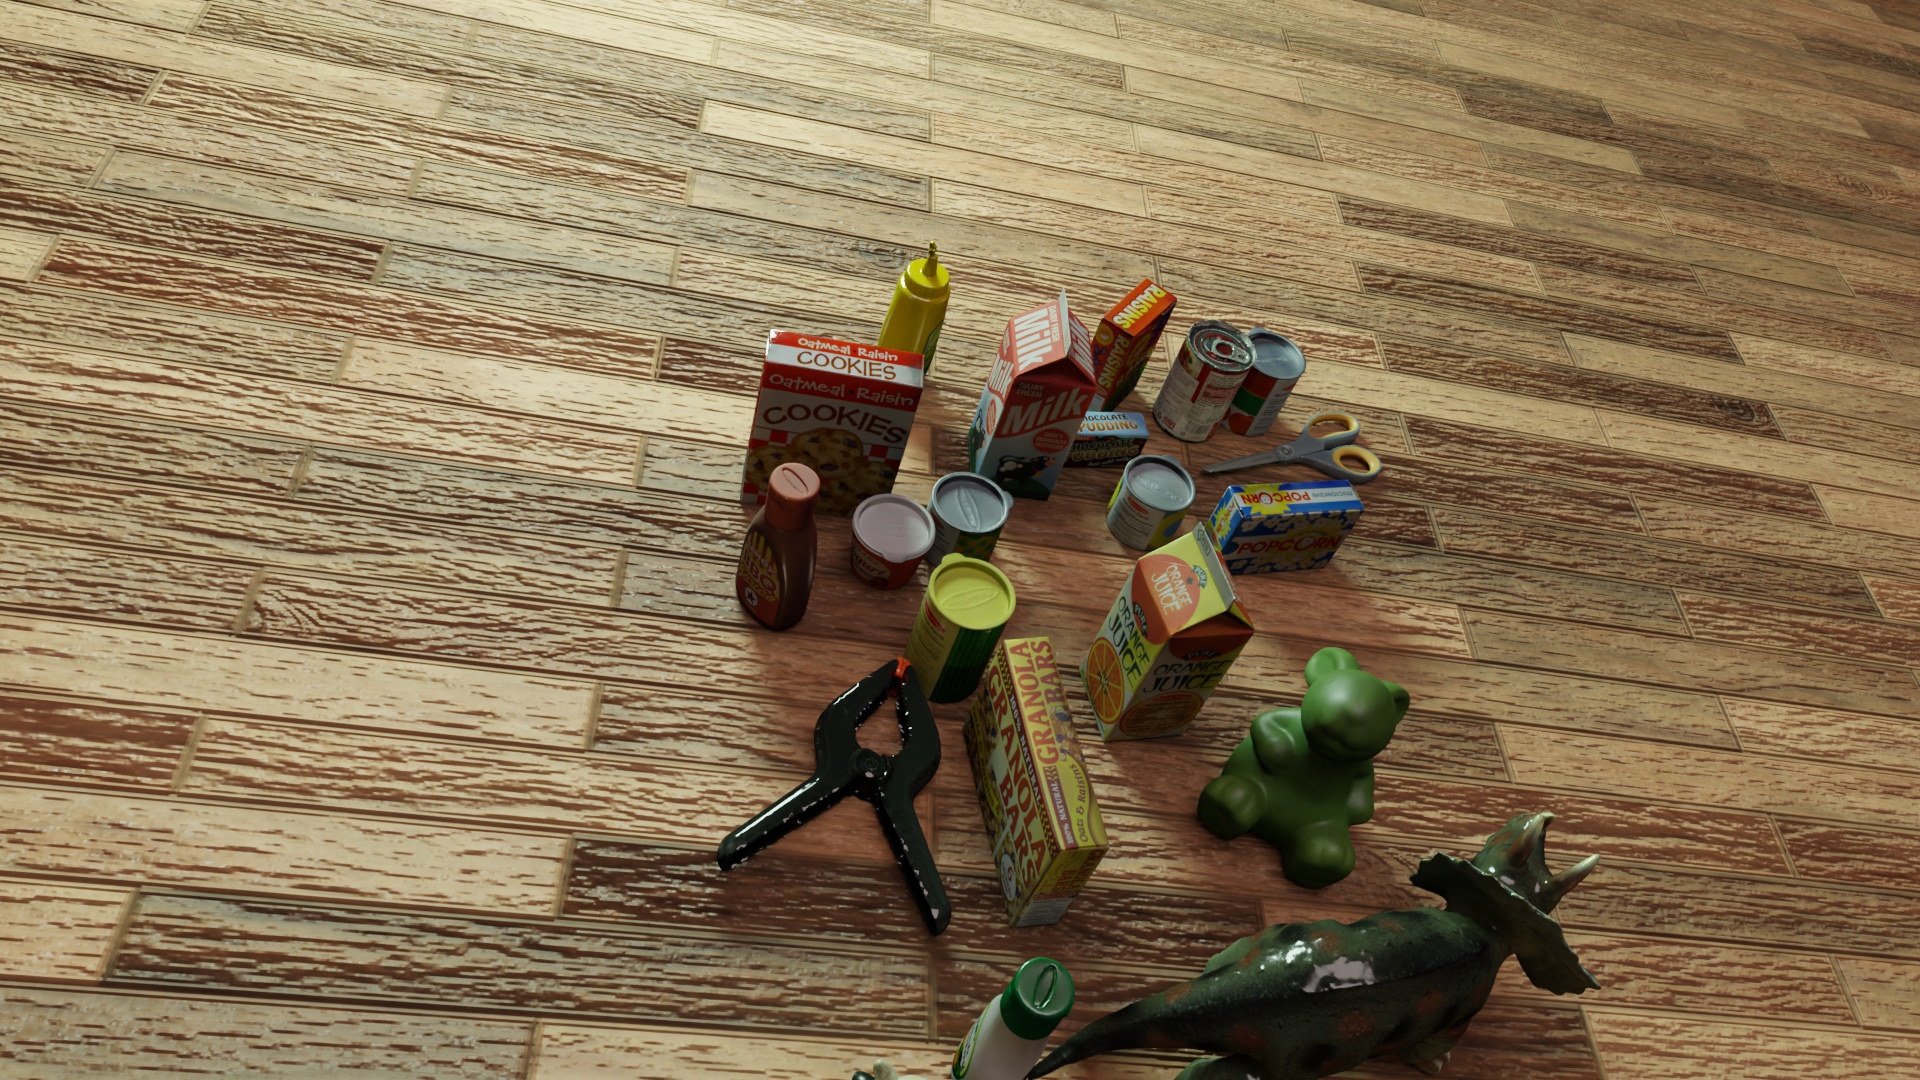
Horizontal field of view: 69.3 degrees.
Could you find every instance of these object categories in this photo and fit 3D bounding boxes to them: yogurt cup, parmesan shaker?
[{"bbox_3d":[-0.059,0.003,1.135,0.072,0.053,0.073,9,49,-10],"label":"yogurt cup"},{"bbox_3d":[-0.004,0.068,1.065,0.071,0.102,0.072,9,49,-10],"label":"parmesan shaker"}]

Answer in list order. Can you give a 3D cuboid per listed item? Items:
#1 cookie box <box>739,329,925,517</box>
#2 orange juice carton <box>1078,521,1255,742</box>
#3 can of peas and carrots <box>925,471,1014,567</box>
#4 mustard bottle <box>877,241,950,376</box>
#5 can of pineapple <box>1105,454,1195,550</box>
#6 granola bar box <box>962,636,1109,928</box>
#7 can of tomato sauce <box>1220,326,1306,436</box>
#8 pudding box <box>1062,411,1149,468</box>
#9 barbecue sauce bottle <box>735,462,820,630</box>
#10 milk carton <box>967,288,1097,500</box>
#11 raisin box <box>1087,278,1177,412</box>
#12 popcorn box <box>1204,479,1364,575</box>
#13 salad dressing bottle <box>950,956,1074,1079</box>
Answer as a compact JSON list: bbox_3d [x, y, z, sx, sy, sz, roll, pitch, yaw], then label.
[{"bbox_3d":[-0.106,-0.090,1.122,0.123,0.166,0.040,8,50,-11],"label":"cookie box"},{"bbox_3d":[0.160,0.072,1.053,0.073,0.191,0.072,-3,52,-20],"label":"orange juice carton"},{"bbox_3d":[0.004,-0.015,1.166,0.071,0.058,0.071,9,49,-10],"label":"can of peas and carrots"},{"bbox_3d":[-0.040,-0.200,1.240,0.049,0.159,0.066,26,48,4],"label":"mustard bottle"},{"bbox_3d":[0.170,-0.034,1.235,0.071,0.057,0.071,9,49,-10],"label":"can of pineapple"},{"bbox_3d":[0.048,0.171,0.982,0.039,0.123,0.166,-1,52,-18],"label":"granola bar box"},{"bbox_3d":[0.288,-0.154,1.356,0.071,0.082,0.071,9,49,-10],"label":"can of tomato sauce"},{"bbox_3d":[0.126,-0.093,1.276,0.084,0.049,0.030,0,51,-17],"label":"pudding box"},{"bbox_3d":[-0.135,0.003,1.048,0.044,0.147,0.065,-28,64,-34],"label":"barbecue sauce bottle"},{"bbox_3d":[0.064,-0.123,1.188,0.073,0.189,0.073,7,50,-12],"label":"milk carton"},{"bbox_3d":[0.149,-0.174,1.302,0.040,0.122,0.086,36,50,13],"label":"raisin box"},{"bbox_3d":[0.283,-0.011,1.233,0.127,0.084,0.038,-4,53,-20],"label":"popcorn box"},{"bbox_3d":[0.032,0.301,0.852,0.044,0.146,0.064,27,49,5],"label":"salad dressing bottle"}]
